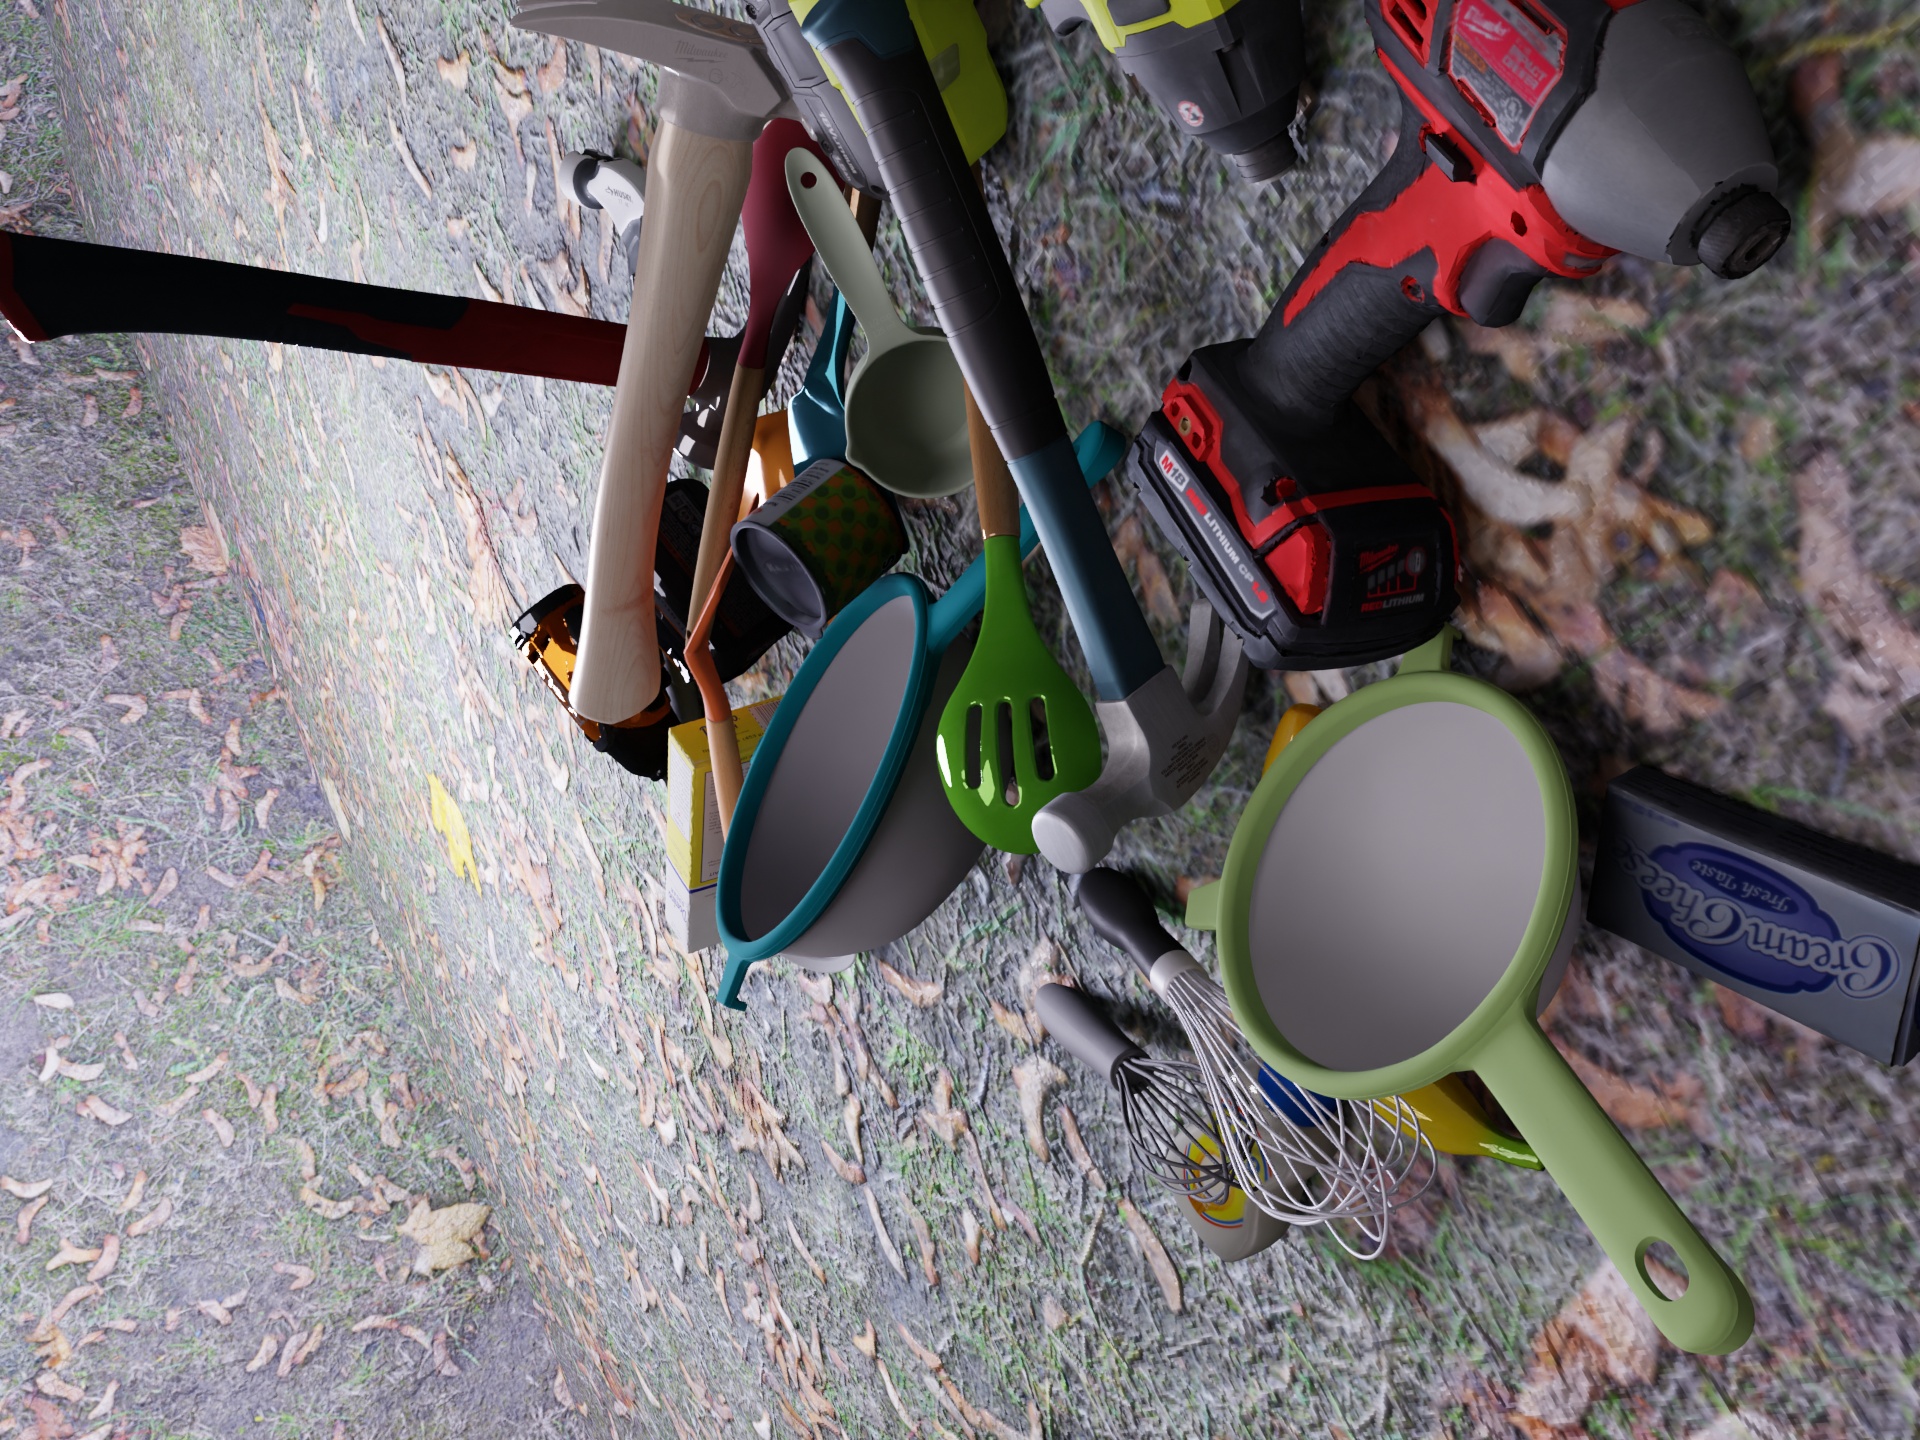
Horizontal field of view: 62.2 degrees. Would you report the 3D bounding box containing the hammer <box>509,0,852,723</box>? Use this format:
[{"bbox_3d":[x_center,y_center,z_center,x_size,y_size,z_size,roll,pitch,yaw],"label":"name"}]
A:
[{"bbox_3d":[-0.168,-0.153,0.803,0.038,0.146,0.410,-93,18,-46],"label":"hammer"}]

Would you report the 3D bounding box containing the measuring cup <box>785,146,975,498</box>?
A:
[{"bbox_3d":[-0.036,-0.180,0.718,0.167,0.083,0.038,61,-173,-25],"label":"measuring cup"}]

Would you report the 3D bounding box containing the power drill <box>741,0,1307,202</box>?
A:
[{"bbox_3d":[0.021,-0.267,0.583,0.223,0.080,0.171,14,142,52],"label":"power drill"}]

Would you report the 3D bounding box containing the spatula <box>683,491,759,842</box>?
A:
[{"bbox_3d":[-0.130,0.015,0.929,0.081,0.041,0.322,-77,-10,-45],"label":"spatula"}]

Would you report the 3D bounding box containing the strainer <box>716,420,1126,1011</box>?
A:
[{"bbox_3d":[-0.001,-0.002,0.780,0.340,0.095,0.211,-48,26,33],"label":"strainer"}]

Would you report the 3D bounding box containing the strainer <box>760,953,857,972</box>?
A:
[{"bbox_3d":[-0.066,0.109,0.997,0.087,0.050,0.258,46,145,-11],"label":"strainer"}]

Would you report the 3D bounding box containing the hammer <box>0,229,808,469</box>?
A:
[{"bbox_3d":[-0.248,-0.201,0.764,0.038,0.386,0.143,50,125,33],"label":"hammer"}]

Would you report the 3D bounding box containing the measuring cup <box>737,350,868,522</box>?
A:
[{"bbox_3d":[-0.080,-0.149,0.855,0.095,0.052,0.173,61,150,15],"label":"measuring cup"}]

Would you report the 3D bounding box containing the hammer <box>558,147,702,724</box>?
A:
[{"bbox_3d":[-0.198,-0.158,1.060,0.149,0.036,0.408,35,135,43],"label":"hammer"}]

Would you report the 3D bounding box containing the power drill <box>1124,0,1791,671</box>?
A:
[{"bbox_3d":[0.144,-0.121,0.485,0.143,0.078,0.219,61,146,29],"label":"power drill"}]

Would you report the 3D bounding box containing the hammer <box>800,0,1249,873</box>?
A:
[{"bbox_3d":[0.023,-0.115,0.597,0.033,0.128,0.331,-2,117,53],"label":"hammer"}]

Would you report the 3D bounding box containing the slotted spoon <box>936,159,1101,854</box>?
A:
[{"bbox_3d":[0.013,-0.101,0.673,0.070,0.031,0.314,-9,77,17],"label":"slotted spoon"}]

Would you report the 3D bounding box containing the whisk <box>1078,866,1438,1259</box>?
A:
[{"bbox_3d":[0.104,0.124,0.662,0.285,0.070,0.070,-132,32,-66],"label":"whisk"}]

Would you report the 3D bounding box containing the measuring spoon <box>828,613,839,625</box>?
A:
[{"bbox_3d":[-0.068,-0.048,0.941,0.021,0.011,0.117,-178,74,-70],"label":"measuring spoon"}]

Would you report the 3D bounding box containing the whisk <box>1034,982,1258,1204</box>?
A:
[{"bbox_3d":[0.077,0.165,0.749,0.239,0.055,0.055,-154,50,-73],"label":"whisk"}]

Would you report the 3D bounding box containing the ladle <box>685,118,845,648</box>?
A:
[{"bbox_3d":[-0.115,-0.165,0.839,0.069,0.031,0.315,41,129,32],"label":"ladle"}]

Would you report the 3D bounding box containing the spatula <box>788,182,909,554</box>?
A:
[{"bbox_3d":[-0.041,-0.233,0.744,0.082,0.044,0.317,30,121,34],"label":"spatula"}]

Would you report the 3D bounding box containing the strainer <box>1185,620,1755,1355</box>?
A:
[{"bbox_3d":[0.178,0.093,0.513,0.151,0.069,0.257,-54,33,21],"label":"strainer"}]

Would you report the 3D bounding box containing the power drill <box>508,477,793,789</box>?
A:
[{"bbox_3d":[-0.199,-0.044,1.044,0.164,0.084,0.226,53,142,-4],"label":"power drill"}]
